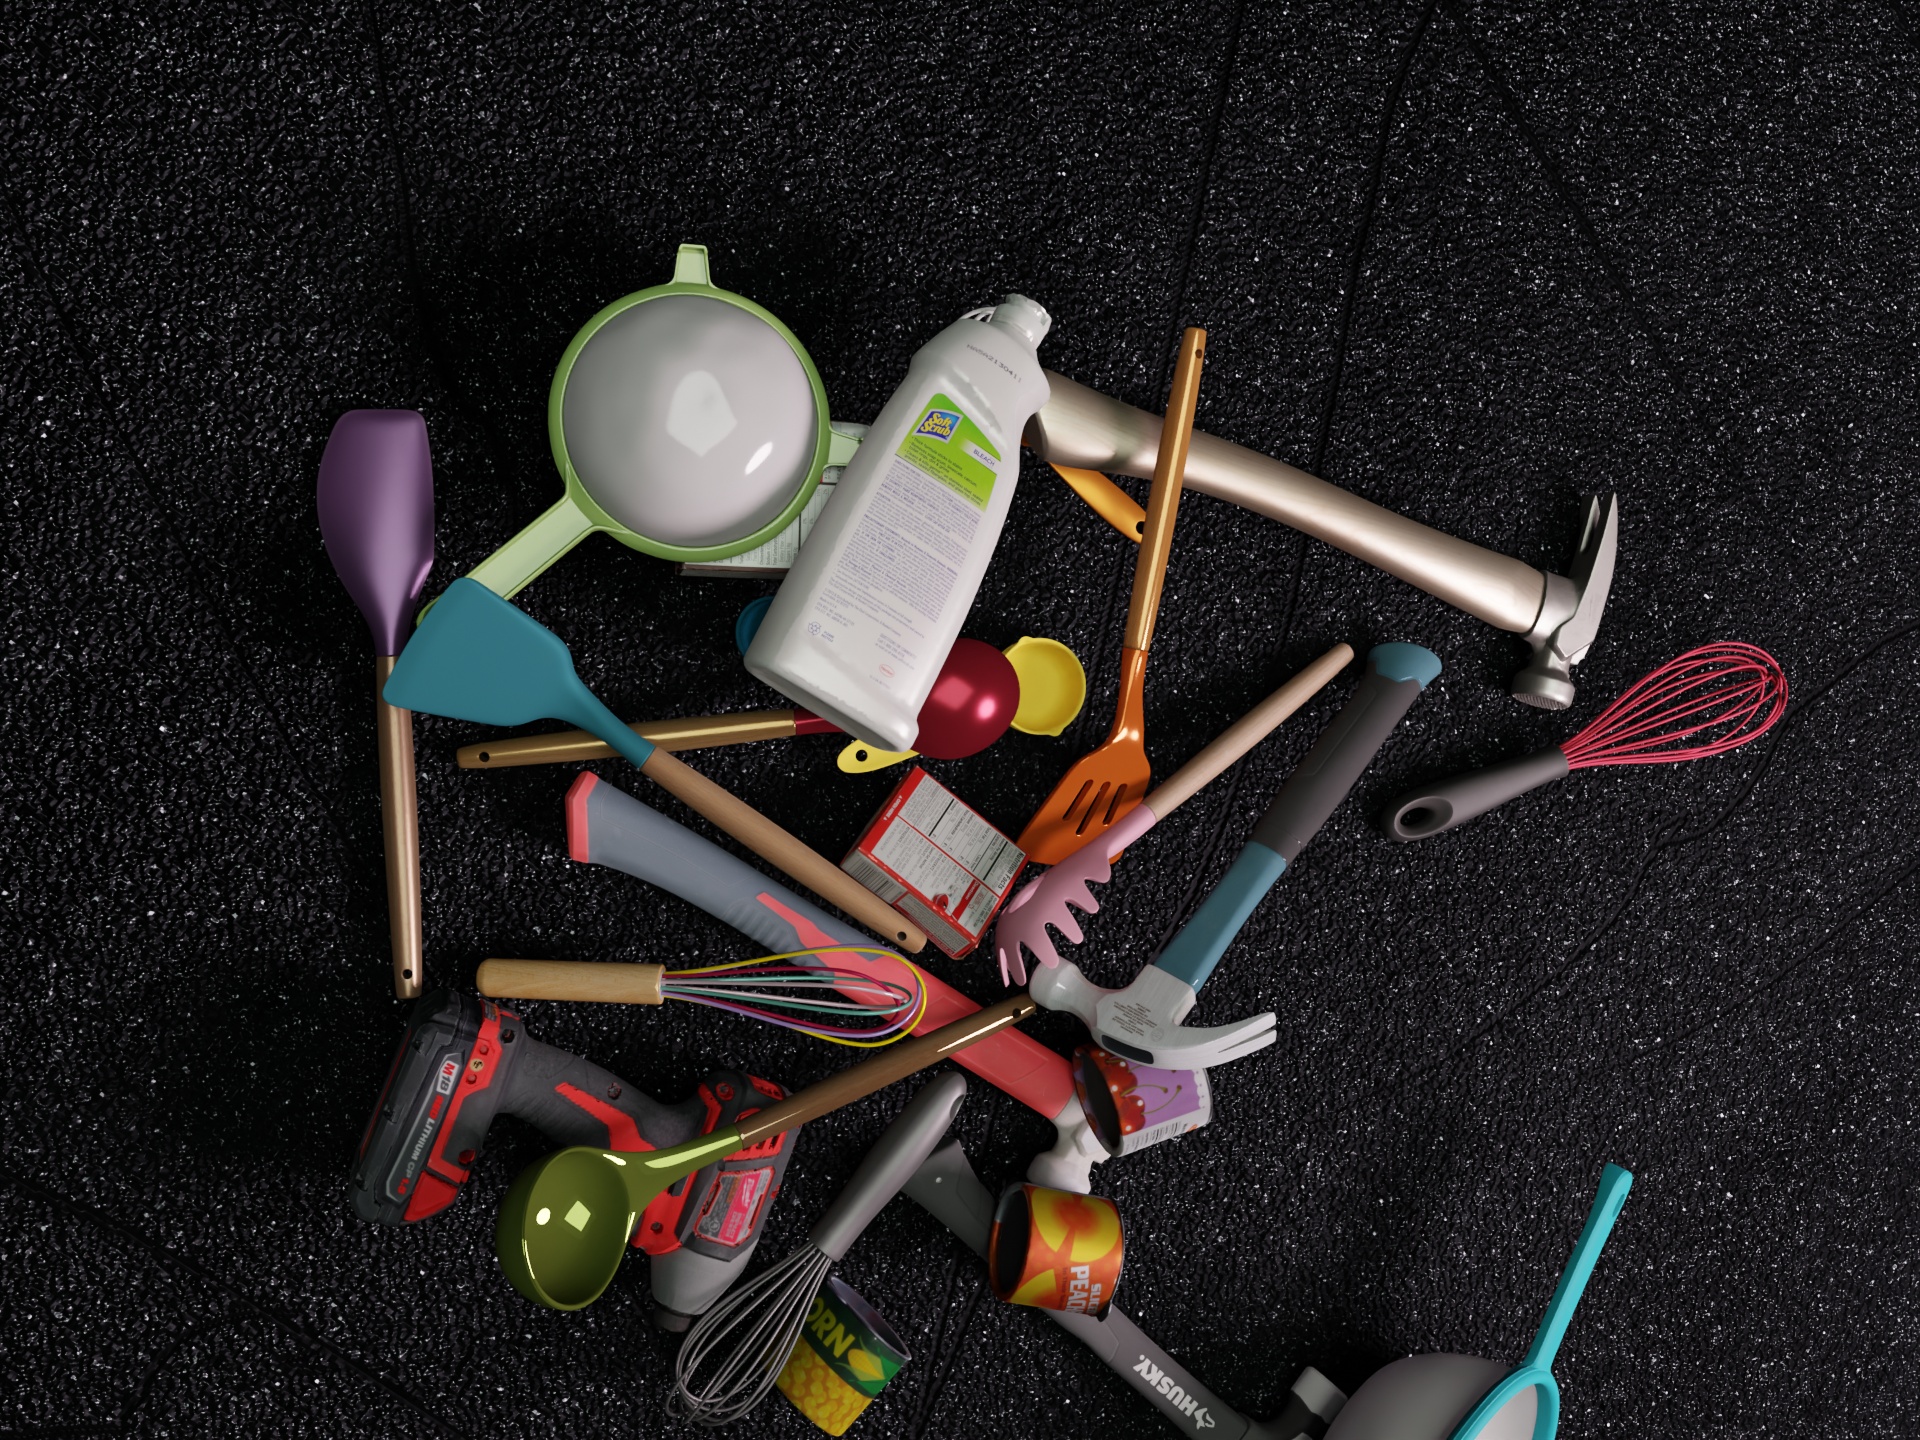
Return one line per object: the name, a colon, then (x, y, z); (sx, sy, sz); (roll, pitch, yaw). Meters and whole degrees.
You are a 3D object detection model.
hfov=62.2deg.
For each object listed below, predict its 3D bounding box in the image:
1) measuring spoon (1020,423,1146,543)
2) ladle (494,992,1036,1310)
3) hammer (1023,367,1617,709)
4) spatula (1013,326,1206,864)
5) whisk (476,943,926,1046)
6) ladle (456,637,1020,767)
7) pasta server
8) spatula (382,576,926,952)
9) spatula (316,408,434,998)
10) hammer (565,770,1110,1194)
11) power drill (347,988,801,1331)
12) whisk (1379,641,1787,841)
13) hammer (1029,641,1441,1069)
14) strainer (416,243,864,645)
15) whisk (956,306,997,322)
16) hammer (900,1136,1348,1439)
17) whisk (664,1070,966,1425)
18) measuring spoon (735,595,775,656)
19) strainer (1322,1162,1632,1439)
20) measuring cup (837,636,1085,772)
measuring spoon: (0.078, -0.145, 0.961); (0.117, 0.011, 0.021); (39, 81, -13)
ladle: (-0.090, 0.213, 0.841); (0.320, 0.062, 0.078); (-20, 103, -25)
hammer: (0.229, -0.137, 0.986); (0.410, 0.038, 0.146); (19, 85, -17)
spatula: (0.101, -0.067, 0.929); (0.081, 0.041, 0.322); (7, 95, -33)
whisk: (-0.141, 0.148, 0.864); (0.245, 0.051, 0.047); (2, 114, 2)
ladle: (-0.119, 0.002, 0.886); (0.315, 0.031, 0.069); (-7, 100, -7)
pasta server: (0.134, 0.047, 0.945); (0.316, 0.060, 0.040); (-36, 94, -25)
spatula: (-0.149, 0.040, 0.852); (0.317, 0.044, 0.082); (35, 104, -10)
spatula: (-0.306, -0.009, 0.853); (0.059, 0.018, 0.316); (-4, 91, -13)
hammer: (-0.050, 0.129, 0.919); (0.386, 0.038, 0.143); (34, 81, -14)
power drill: (-0.206, 0.240, 0.861); (0.219, 0.078, 0.143); (22, 85, -18)
whisk: (0.407, 0.018, 1.038); (0.296, 0.073, 0.073); (-20, 97, -8)
hammer: (0.187, 0.069, 0.943); (0.128, 0.033, 0.331); (27, 62, 29)
strainer: (-0.178, -0.126, 0.823); (0.256, 0.069, 0.151); (-41, 98, -11)
whisk: (-0.012, -0.122, 0.923); (0.059, 0.057, 0.246); (17, 90, 19)
hammer: (0.081, 0.371, 0.964); (0.334, 0.035, 0.146); (44, 79, -12)
whisk: (-0.077, 0.289, 0.878); (0.055, 0.055, 0.239); (43, 79, -13)
measuring spoon: (-0.064, -0.062, 0.906); (0.128, 0.021, 0.042); (-16, 93, 0)
strainer: (0.302, 0.414, 0.982); (0.210, 0.095, 0.340); (37, 79, -48)
measuring cup: (-0.001, -0.003, 0.936); (0.156, 0.029, 0.062); (-21, 97, -12)
